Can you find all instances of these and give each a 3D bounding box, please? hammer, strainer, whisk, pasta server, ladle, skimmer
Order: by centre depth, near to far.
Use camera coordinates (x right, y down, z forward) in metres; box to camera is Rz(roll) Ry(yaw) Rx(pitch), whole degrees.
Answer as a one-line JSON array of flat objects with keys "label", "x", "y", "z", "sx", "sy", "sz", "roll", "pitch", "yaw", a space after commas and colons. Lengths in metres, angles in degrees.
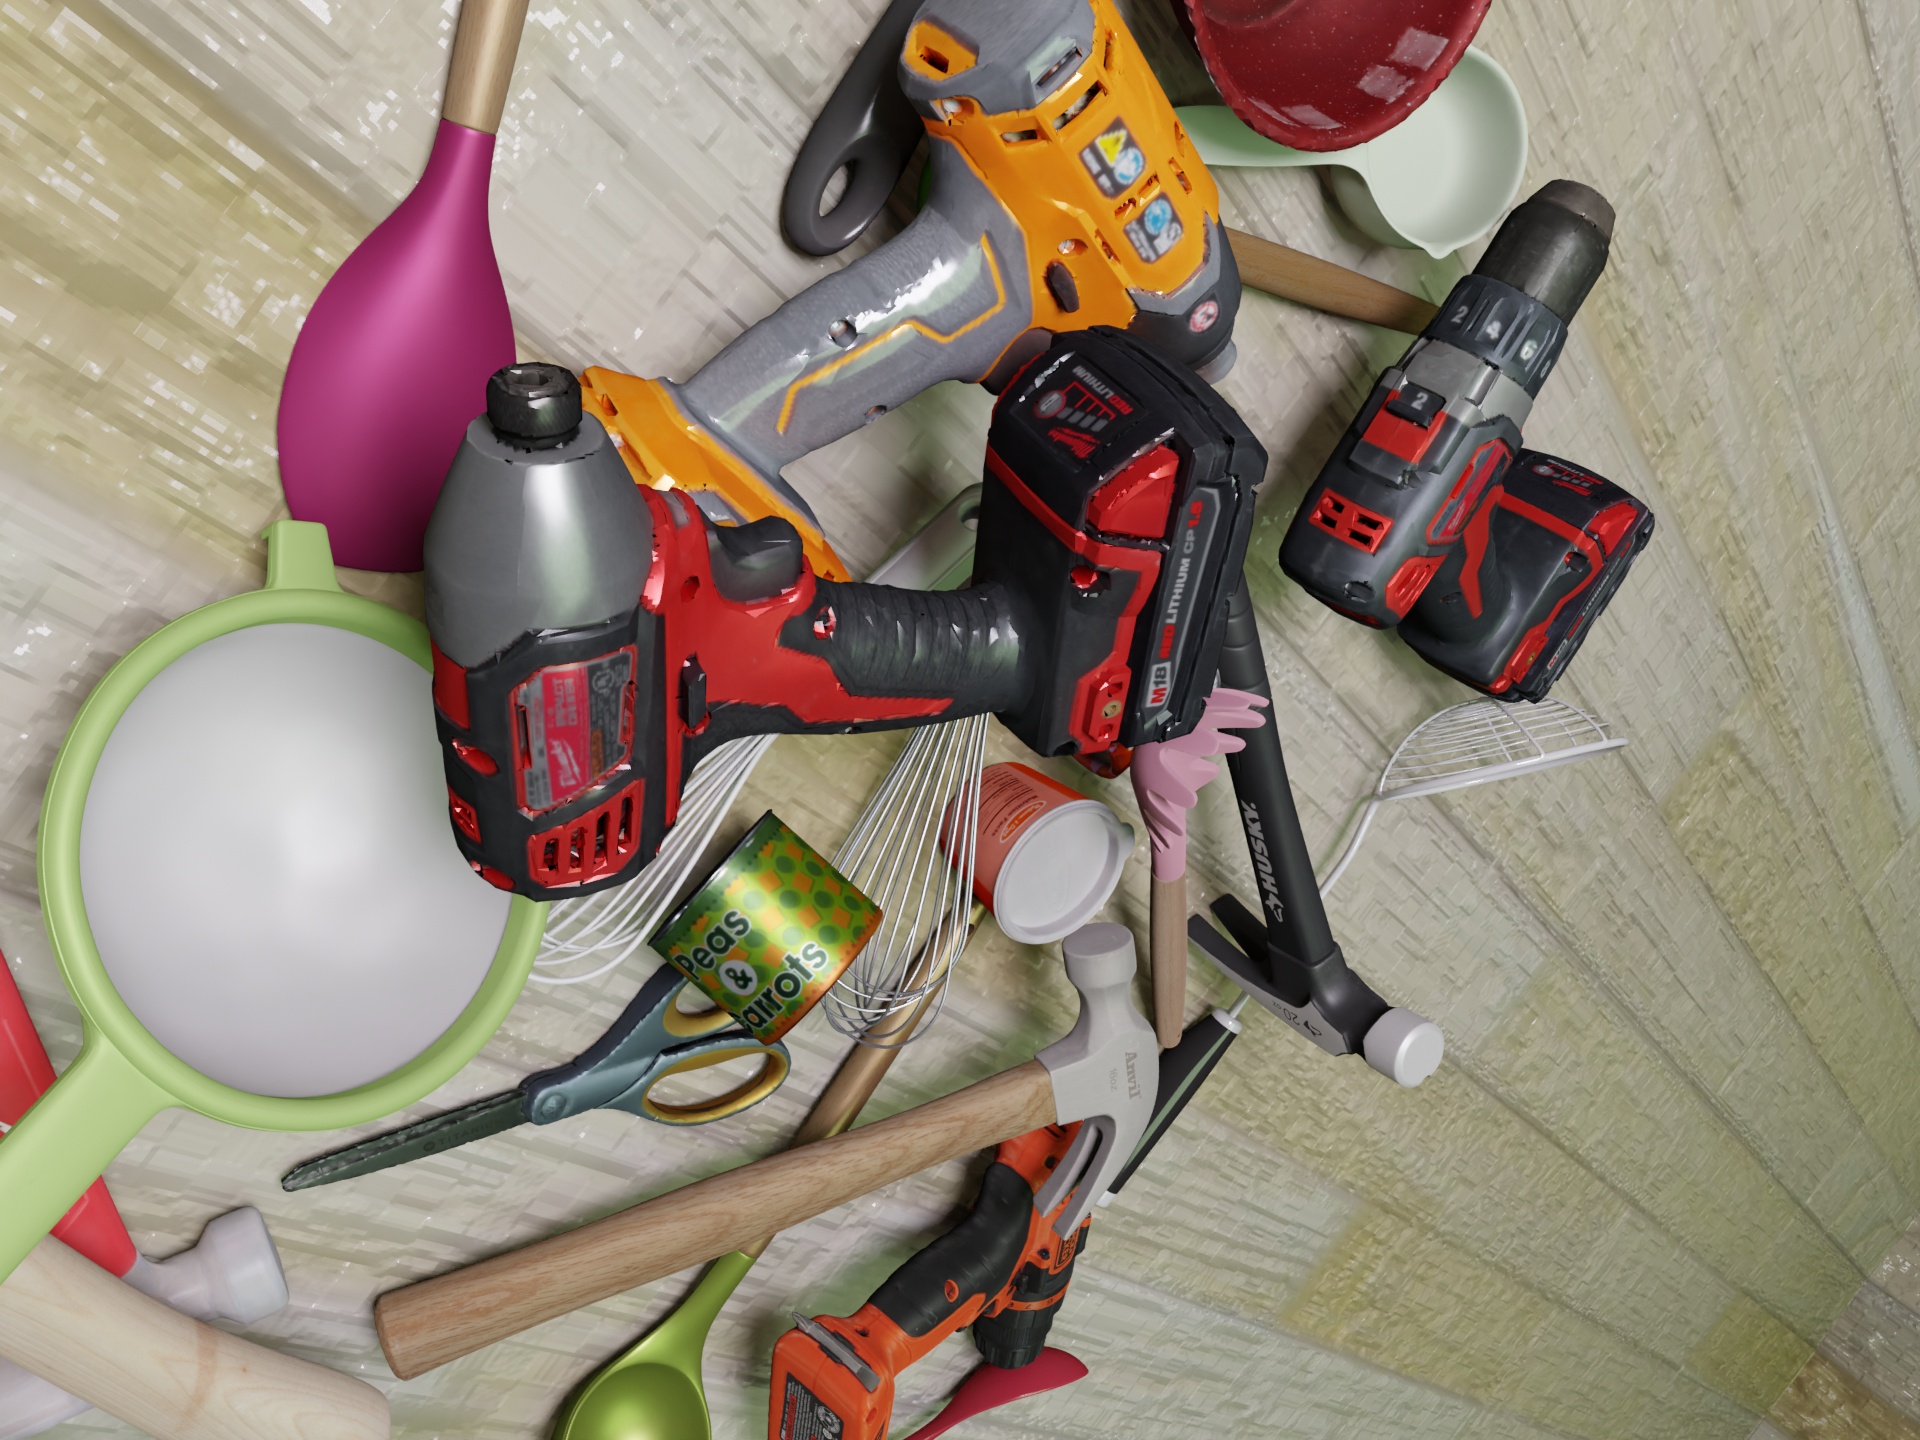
[{"label": "hammer", "x": -0.301, "y": 0.059, "z": 0.428, "sx": 0.143, "sy": 0.038, "sz": 0.386, "roll": -20, "pitch": 127, "yaw": -27}, {"label": "strainer", "x": -0.220, "y": 0.076, "z": 0.429, "sx": 0.151, "sy": 0.069, "sz": 0.256, "roll": 56, "pitch": 46, "yaw": -28}, {"label": "hammer", "x": -0.295, "y": 0.138, "z": 0.431, "sx": 0.146, "sy": 0.038, "sz": 0.410, "roll": -35, "pitch": 132, "yaw": -12}, {"label": "whisk", "x": 0.027, "y": -0.272, "z": 0.480, "sx": 0.073, "sy": 0.073, "sz": 0.296, "roll": 20, "pitch": 108, "yaw": -44}, {"label": "whisk", "x": -0.071, "y": 0.000, "z": 0.563, "sx": 0.246, "sy": 0.058, "sz": 0.059, "roll": -43, "pitch": 169, "yaw": -8}, {"label": "whisk", "x": -0.002, "y": -0.002, "z": 0.624, "sx": 0.070, "sy": 0.070, "sz": 0.284, "roll": 8, "pitch": 105, "yaw": -41}, {"label": "hammer", "x": -0.067, "y": 0.193, "z": 0.655, "sx": 0.331, "sy": 0.031, "sz": 0.130, "roll": -17, "pitch": 112, "yaw": -17}, {"label": "ladle", "x": -0.075, "y": 0.215, "z": 0.694, "sx": 0.078, "sy": 0.062, "sz": 0.320, "roll": 34, "pitch": 89, "yaw": -34}, {"label": "hammer", "x": 0.124, "y": 0.006, "z": 0.699, "sx": 0.035, "sy": 0.146, "sz": 0.334, "roll": -31, "pitch": 120, "yaw": -21}, {"label": "pasta server", "x": 0.099, "y": 0.082, "z": 0.711, "sx": 0.060, "sy": 0.040, "sz": 0.316, "roll": -50, "pitch": 154, "yaw": -24}, {"label": "ladle", "x": -0.071, "y": 0.407, "z": 0.829, "sx": 0.315, "sy": 0.031, "sz": 0.069, "roll": -23, "pitch": 167, "yaw": -22}, {"label": "skimmer", "x": 0.201, "y": 0.128, "z": 0.838, "sx": 0.363, "sy": 0.090, "sz": 0.127, "roll": -53, "pitch": 167, "yaw": 3}]

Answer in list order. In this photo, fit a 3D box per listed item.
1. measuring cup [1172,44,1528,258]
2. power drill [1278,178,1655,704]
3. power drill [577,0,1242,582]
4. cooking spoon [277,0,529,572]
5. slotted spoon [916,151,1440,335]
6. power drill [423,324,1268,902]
[{"label": "measuring cup", "x": 0.141, "y": -0.223, "z": 0.619, "sx": 0.167, "sy": 0.038, "sz": 0.083, "roll": -4, "pitch": 105, "yaw": -18}, {"label": "power drill", "x": 0.238, "y": -0.110, "z": 0.699, "sx": 0.226, "sy": 0.080, "sz": 0.188, "roll": 22, "pitch": 101, "yaw": -56}, {"label": "power drill", "x": -0.013, "y": -0.105, "z": 0.504, "sx": 0.226, "sy": 0.084, "sz": 0.164, "roll": -43, "pitch": 137, "yaw": 6}, {"label": "cooking spoon", "x": -0.128, "y": -0.187, "z": 0.431, "sx": 0.068, "sy": 0.017, "sz": 0.318, "roll": 3, "pitch": 114, "yaw": -40}, {"label": "slotted spoon", "x": 0.101, "y": -0.179, "z": 0.615, "sx": 0.313, "sy": 0.031, "sz": 0.070, "roll": 1, "pitch": 122, "yaw": -41}, {"label": "power drill", "x": -0.033, "y": -0.038, "z": 0.433, "sx": 0.219, "sy": 0.079, "sz": 0.143, "roll": -14, "pitch": 132, "yaw": -25}]
